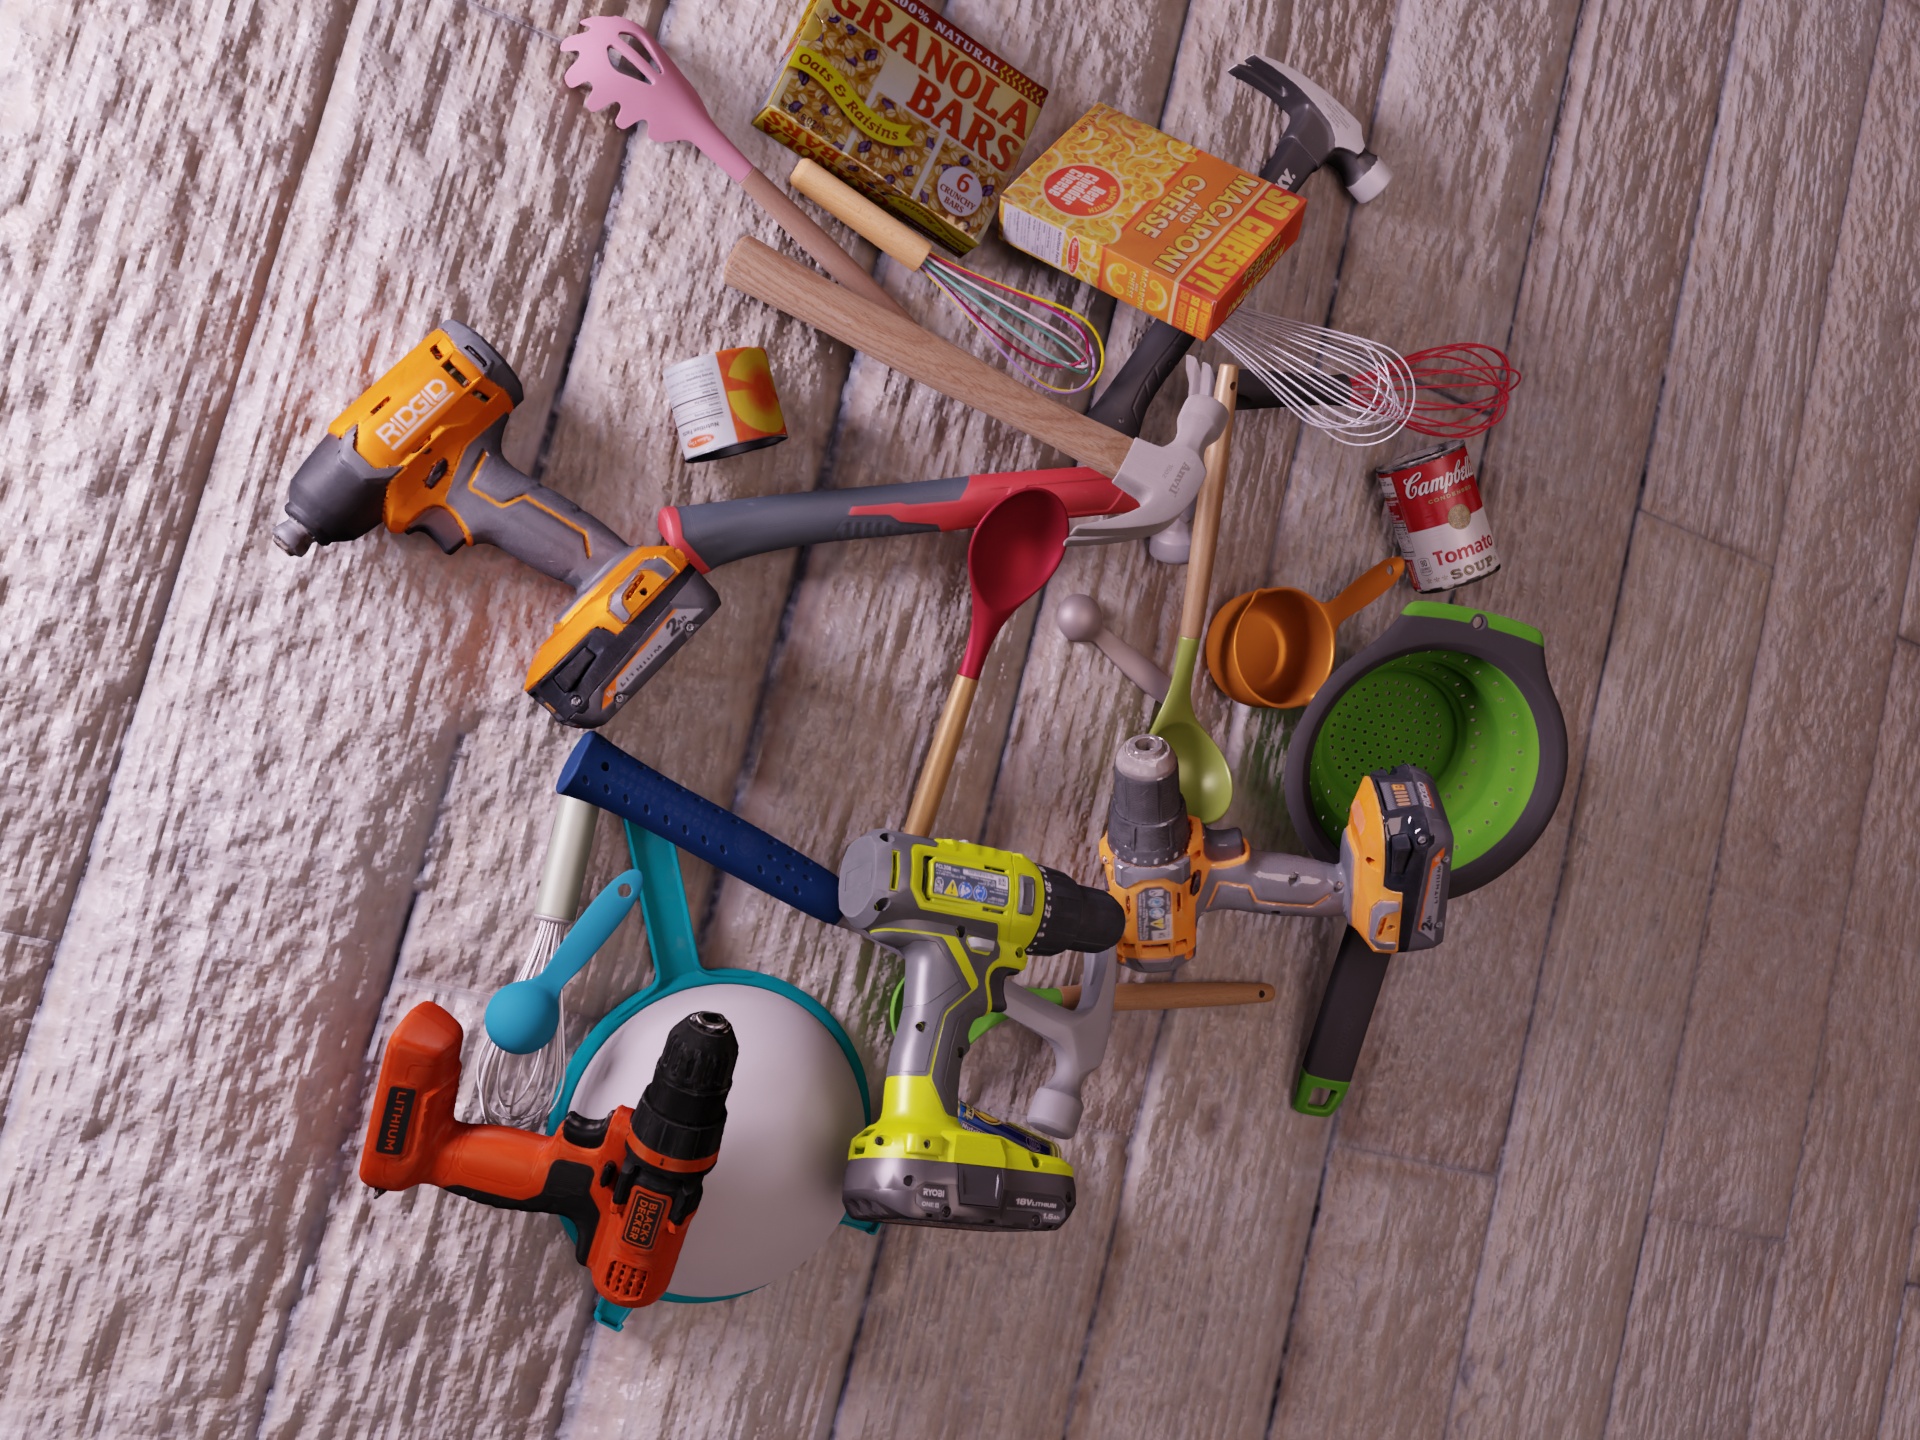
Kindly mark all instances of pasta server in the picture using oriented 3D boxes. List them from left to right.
[{"bbox_3d":[-0.120,-0.329,1.023,0.316,0.040,0.060,40,75,-23],"label":"pasta server"}]

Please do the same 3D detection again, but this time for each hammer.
[{"bbox_3d":[-0.064,0.117,1.002,0.405,0.035,0.144,32,64,-22],"label":"hammer"},{"bbox_3d":[-0.005,-0.157,1.045,0.386,0.038,0.143,-8,118,-21],"label":"hammer"},{"bbox_3d":[0.001,-0.216,1.012,0.331,0.031,0.130,27,71,-1],"label":"hammer"},{"bbox_3d":[0.182,-0.329,1.151,0.146,0.035,0.335,40,75,-19],"label":"hammer"}]

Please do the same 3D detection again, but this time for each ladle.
[{"bbox_3d":[-0.002,-0.003,1.048,0.069,0.031,0.315,17,94,-30],"label":"ladle"},{"bbox_3d":[0.170,-0.081,1.093,0.078,0.062,0.320,-4,108,-35],"label":"ladle"}]

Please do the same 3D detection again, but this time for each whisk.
[{"bbox_3d":[-0.247,0.127,0.957,0.057,0.059,0.246,26,73,-59],"label":"whisk"},{"bbox_3d":[-0.005,-0.299,1.063,0.244,0.047,0.051,31,39,-16],"label":"whisk"},{"bbox_3d":[0.179,-0.274,1.081,0.285,0.070,0.070,32,76,10],"label":"whisk"},{"bbox_3d":[0.298,-0.244,1.180,0.295,0.073,0.073,-5,92,-25],"label":"whisk"}]

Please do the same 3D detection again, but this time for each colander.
[{"bbox_3d":[0.308,0.100,1.184,0.204,0.094,0.397,12,103,-9],"label":"colander"}]

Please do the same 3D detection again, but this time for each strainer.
[{"bbox_3d":[-0.152,0.201,0.968,0.211,0.095,0.340,-14,97,-23],"label":"strainer"}]

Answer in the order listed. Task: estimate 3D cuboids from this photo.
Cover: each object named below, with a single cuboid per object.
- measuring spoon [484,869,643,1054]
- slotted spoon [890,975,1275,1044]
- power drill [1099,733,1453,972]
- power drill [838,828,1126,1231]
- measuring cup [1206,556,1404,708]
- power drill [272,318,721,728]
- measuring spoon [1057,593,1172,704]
[{"bbox_3d":[-0.226,0.138,0.926,0.042,0.021,0.129,41,71,-12],"label":"measuring spoon"},{"bbox_3d":[0.090,0.196,1.114,0.313,0.031,0.070,3,89,-26],"label":"slotted spoon"},{"bbox_3d":[0.206,0.082,1.063,0.226,0.084,0.185,-4,126,4],"label":"power drill"},{"bbox_3d":[0.016,0.188,0.965,0.190,0.080,0.229,14,67,-27],"label":"power drill"},{"bbox_3d":[0.255,-0.074,1.174,0.173,0.052,0.095,-34,103,-22],"label":"measuring cup"},{"bbox_3d":[-0.271,-0.098,0.926,0.226,0.084,0.164,46,73,-13],"label":"power drill"},{"bbox_3d":[0.119,-0.046,1.131,0.124,0.018,0.034,38,75,-20],"label":"measuring spoon"}]
